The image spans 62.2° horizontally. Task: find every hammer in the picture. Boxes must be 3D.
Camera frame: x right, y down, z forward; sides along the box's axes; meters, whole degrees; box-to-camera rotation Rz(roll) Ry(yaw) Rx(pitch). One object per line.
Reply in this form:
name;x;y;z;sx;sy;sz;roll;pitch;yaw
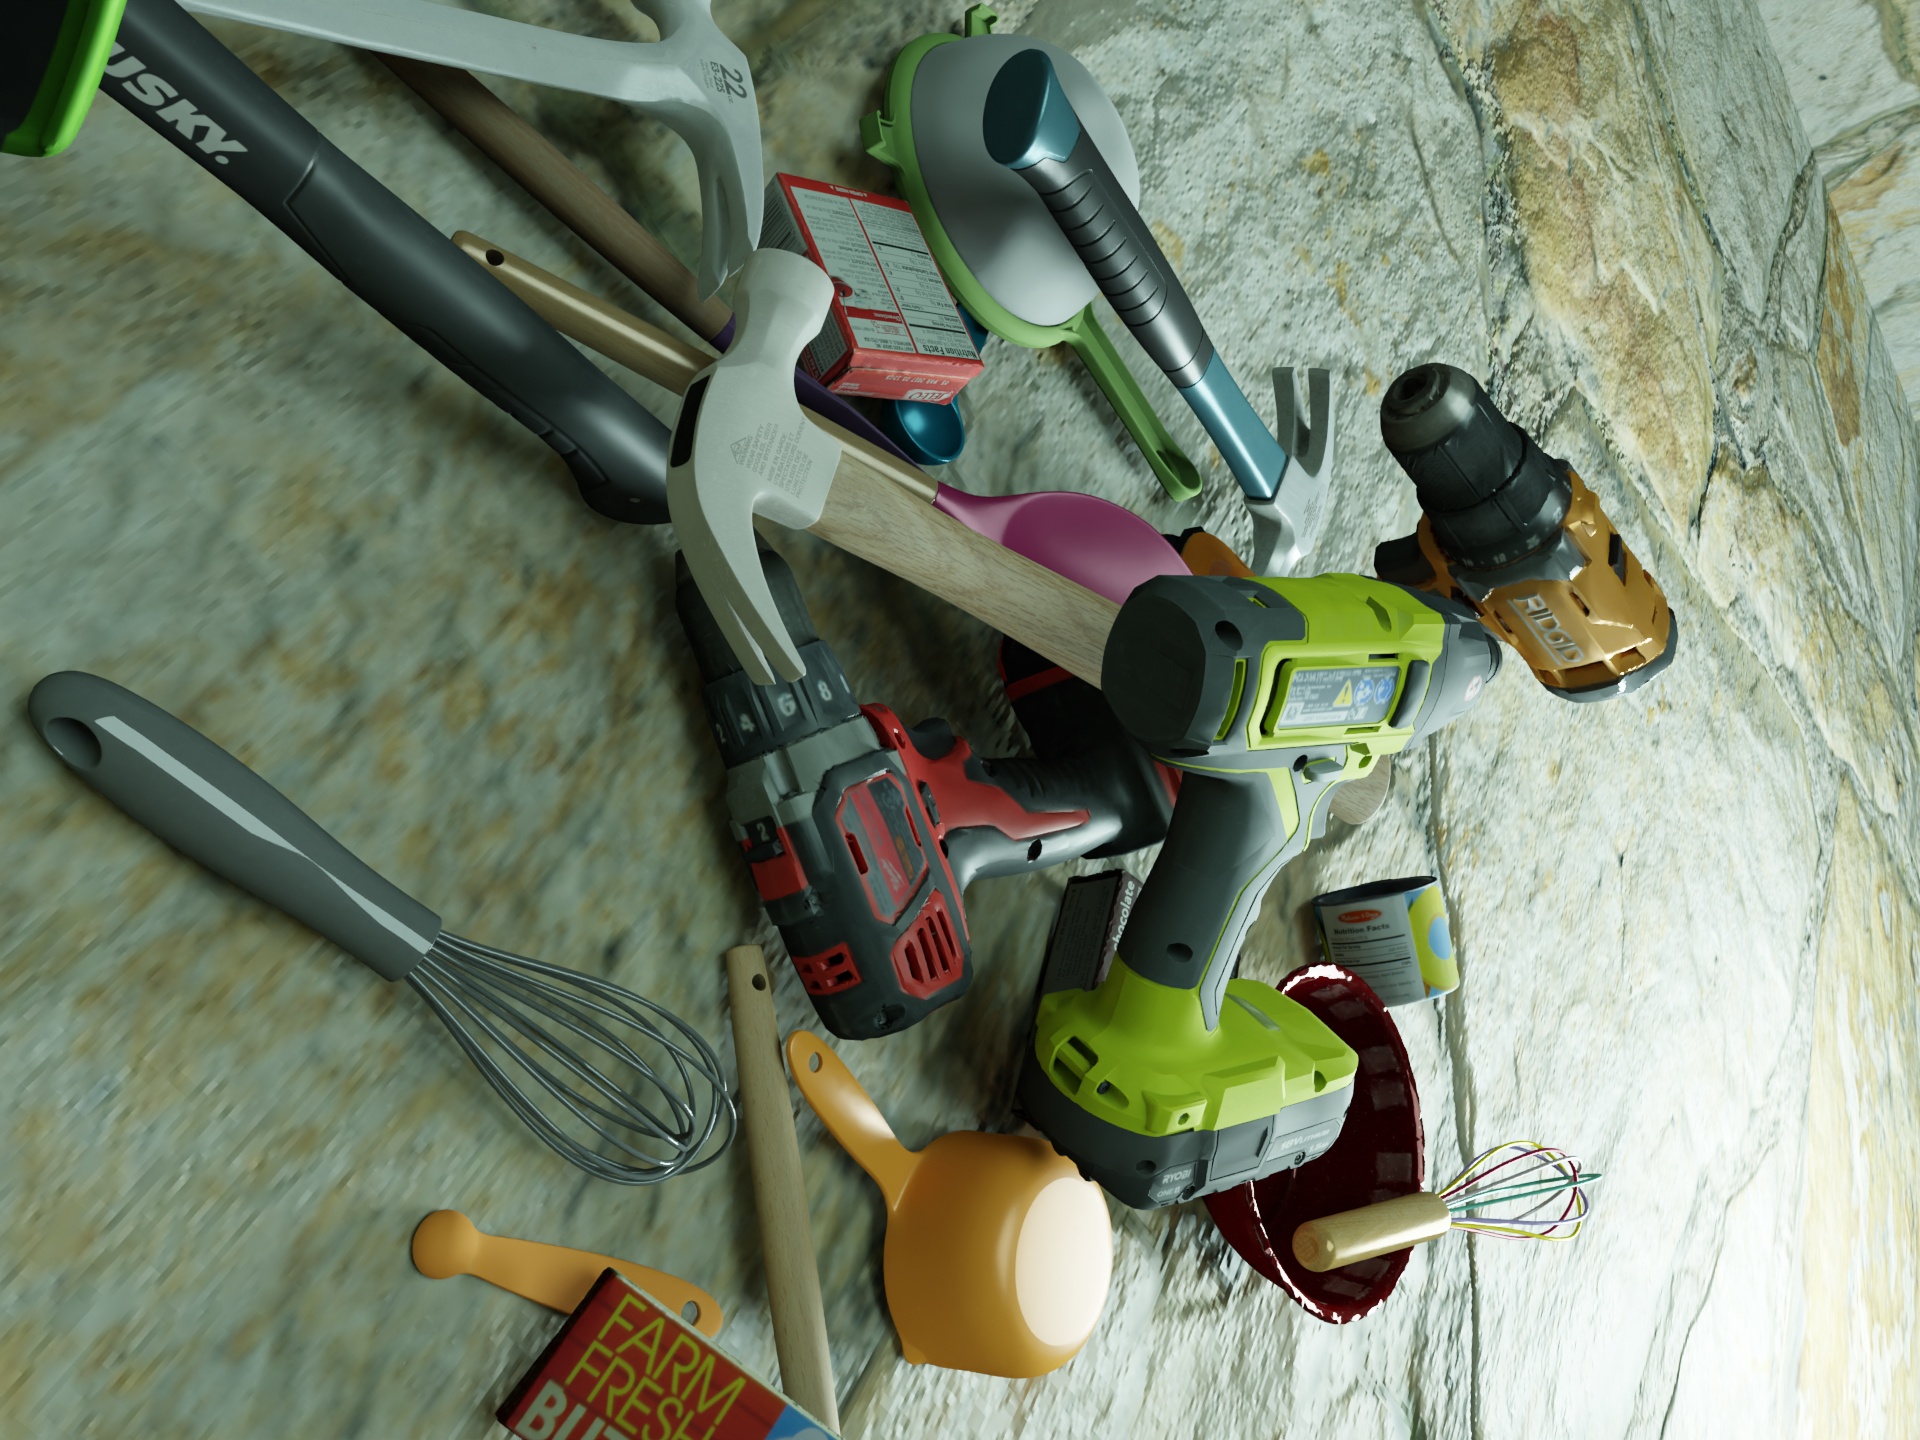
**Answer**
hammer;0.041;-0.032;0.584;0.331;0.031;0.130;26;72;-30
hammer;-0.223;-0.201;0.436;0.405;0.035;0.144;-7;76;-43
hammer;0.101;-0.173;0.736;0.330;0.033;0.128;40;68;-49
hammer;-0.162;-0.138;0.417;0.334;0.146;0.035;40;43;-58

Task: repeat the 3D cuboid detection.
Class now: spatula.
spatula;-0.107;-0.159;0.574;0.315;0.060;0.018;39;75;-28

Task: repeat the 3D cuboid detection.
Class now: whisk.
whisk;0.237;0.235;0.755;0.244;0.051;0.047;6;81;-43
whisk;-0.156;0.064;0.456;0.238;0.055;0.055;43;51;-26

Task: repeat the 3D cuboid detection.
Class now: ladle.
ladle;-0.056;0.236;0.529;0.078;0.062;0.320;2;71;-42

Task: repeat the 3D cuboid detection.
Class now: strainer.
strainer;0.066;-0.214;0.746;0.256;0.069;0.152;53;41;-24

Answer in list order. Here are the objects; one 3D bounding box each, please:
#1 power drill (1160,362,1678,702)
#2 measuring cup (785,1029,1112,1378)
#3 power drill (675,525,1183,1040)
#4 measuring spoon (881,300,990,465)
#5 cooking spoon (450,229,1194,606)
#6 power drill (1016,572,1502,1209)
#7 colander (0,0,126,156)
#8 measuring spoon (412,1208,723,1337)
power drill;0.174;-0.063;0.712;0.185;0.226;0.084;40;53;-33
measuring cup;-0.001;0.169;0.575;0.173;0.052;0.095;57;45;-31
power drill;-0.001;-0.002;0.621;0.226;0.080;0.188;-23;91;-44
measuring spoon;-0.009;-0.154;0.701;0.042;0.021;0.129;44;41;-24
cooking spoon;-0.033;-0.092;0.577;0.318;0.017;0.069;25;71;-25
power drill;0.112;0.056;0.582;0.171;0.080;0.223;-3;116;-36
colander;-0.313;-0.218;0.216;0.397;0.204;0.094;30;28;-4
measuring spoon;-0.116;0.174;0.492;0.116;0.011;0.021;34;56;-37
